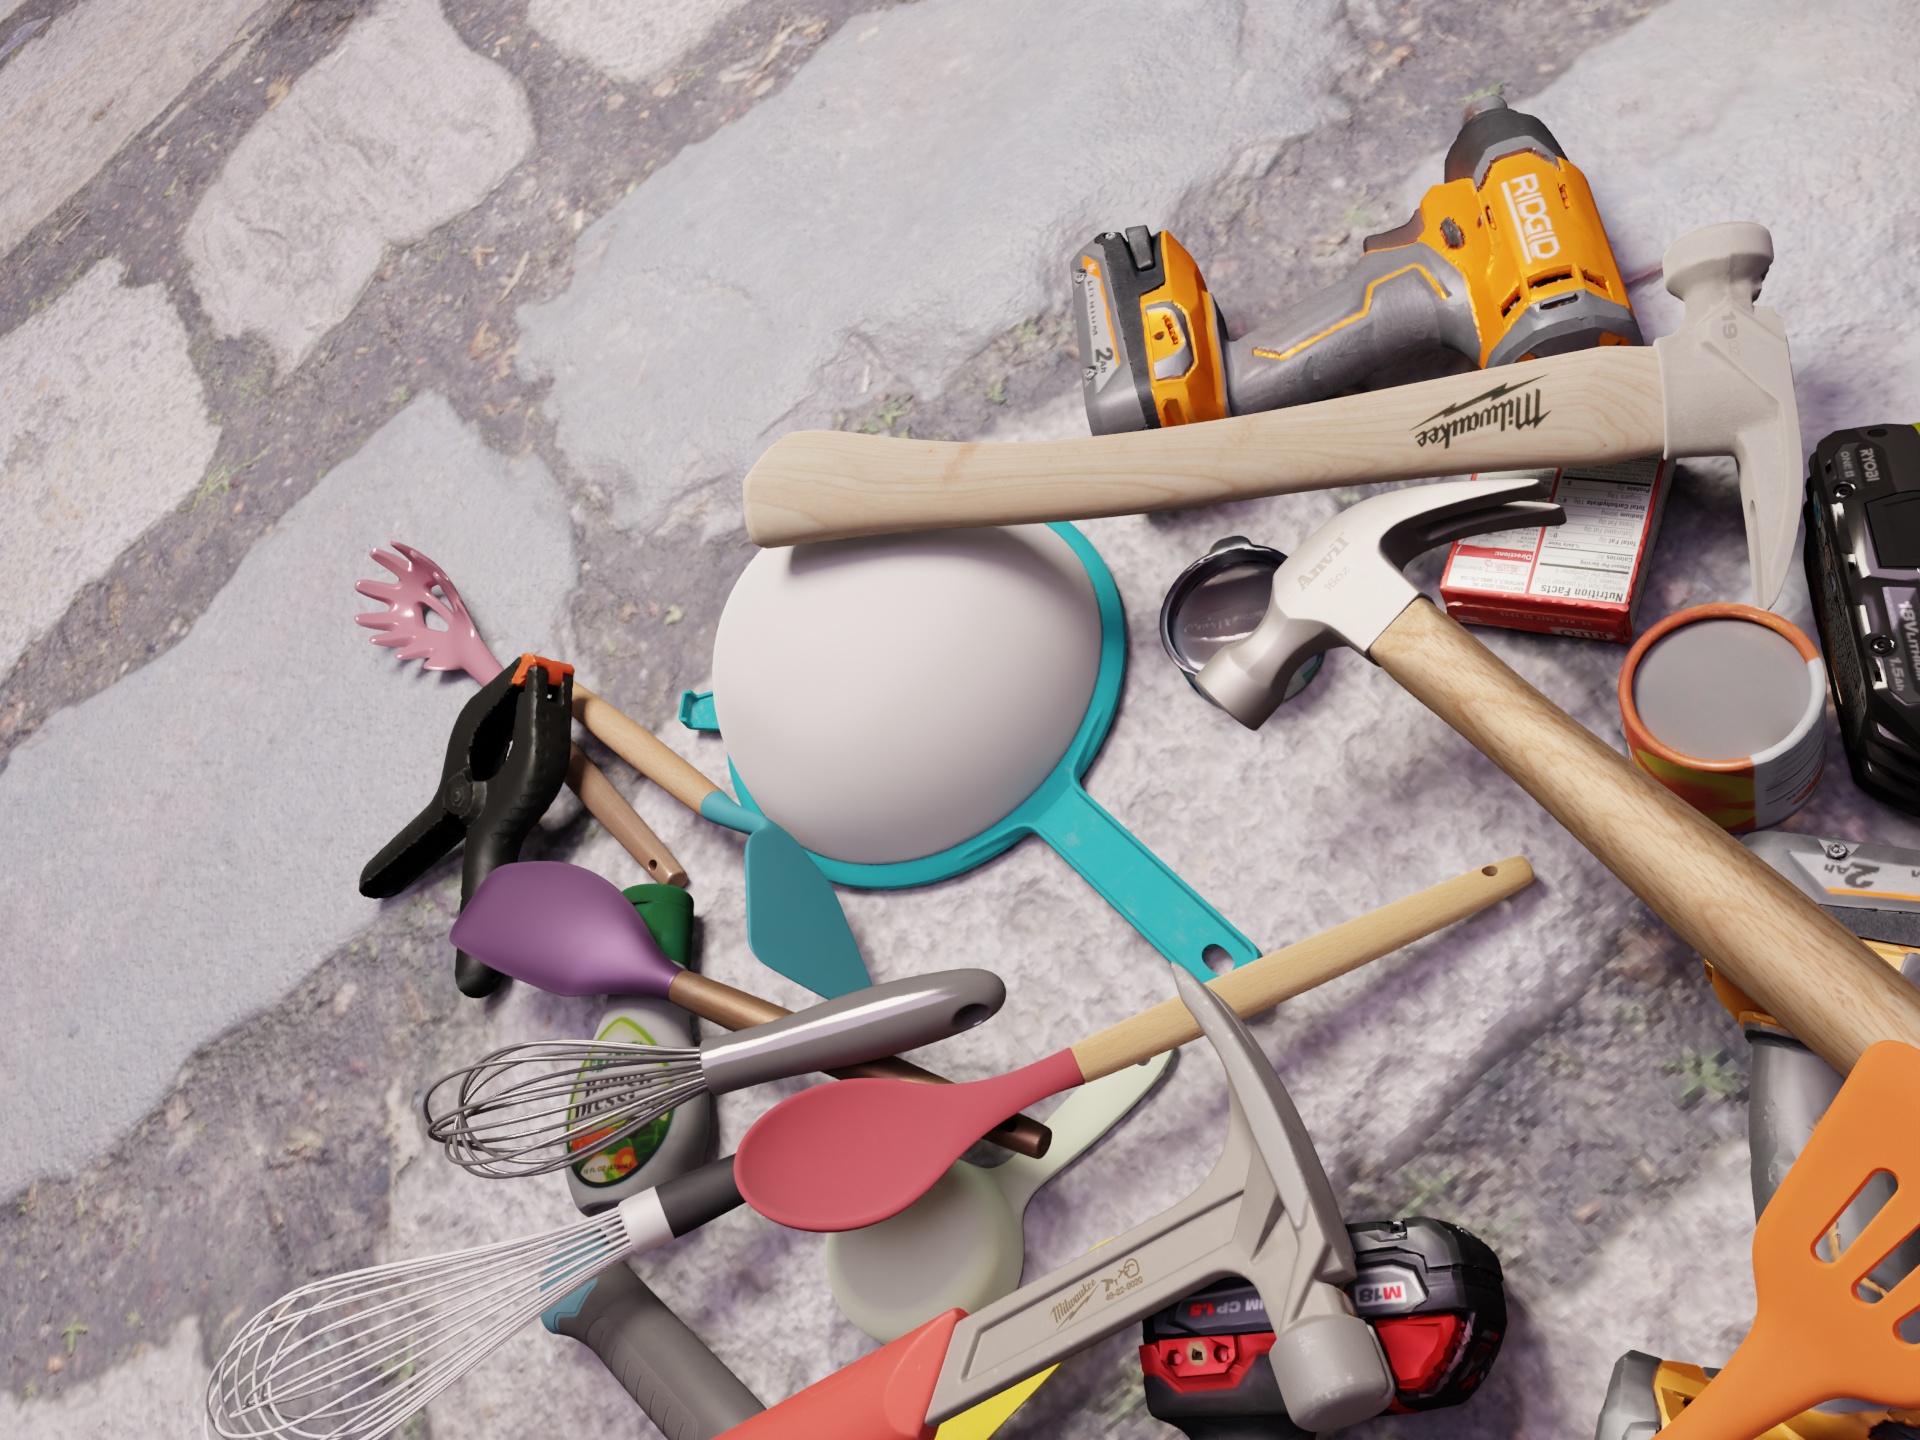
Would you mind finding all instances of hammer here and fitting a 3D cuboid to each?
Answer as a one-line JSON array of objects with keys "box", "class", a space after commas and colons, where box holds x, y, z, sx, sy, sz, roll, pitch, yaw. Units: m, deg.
[{"box": [0.215, 0.035, 0.490, 0.130, 0.031, 0.332, -49, 50, 11], "class": "hammer"}, {"box": [0.107, -0.096, 0.637, 0.410, 0.038, 0.146, -4, 79, 16], "class": "hammer"}, {"box": [-0.064, 0.281, 0.573, 0.331, 0.033, 0.128, 22, 75, 46], "class": "hammer"}, {"box": [-0.038, 0.228, 0.538, 0.359, 0.036, 0.149, -34, 45, 16], "class": "hammer"}]

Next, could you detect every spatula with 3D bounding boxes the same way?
[{"box": [-0.137, 0.039, 0.755, 0.318, 0.082, 0.044, 30, 86, 47], "class": "spatula"}, {"box": [0.161, 0.221, 0.426, 0.322, 0.041, 0.081, -44, 55, 6], "class": "spatula"}, {"box": [-0.099, 0.120, 0.678, 0.316, 0.018, 0.060, 17, 64, 30], "class": "spatula"}]

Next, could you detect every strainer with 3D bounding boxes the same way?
[{"box": [-0.001, -0.002, 0.690, 0.211, 0.095, 0.341, -46, 52, -1], "class": "strainer"}]

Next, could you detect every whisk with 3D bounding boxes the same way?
[{"box": [-0.098, 0.133, 0.626, 0.239, 0.055, 0.055, -15, 57, 4], "class": "whisk"}, {"box": [-0.155, 0.212, 0.631, 0.284, 0.070, 0.070, -22, 52, -15], "class": "whisk"}]

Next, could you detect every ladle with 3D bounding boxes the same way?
[{"box": [0.067, 0.116, 0.592, 0.315, 0.031, 0.069, -23, 37, -1], "class": "ladle"}]

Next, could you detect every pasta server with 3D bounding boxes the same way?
[{"box": [-0.240, -0.005, 0.854, 0.316, 0.040, 0.060, 40, 106, 36], "class": "pasta server"}]

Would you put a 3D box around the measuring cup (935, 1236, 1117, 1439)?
[{"box": [0.015, 0.256, 0.587, 0.156, 0.029, 0.062, -47, 50, -8], "class": "measuring cup"}]

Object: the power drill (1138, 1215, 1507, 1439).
[{"box": [0.129, 0.273, 0.487, 0.143, 0.078, 0.220, -14, 62, 22], "class": "power drill"}]

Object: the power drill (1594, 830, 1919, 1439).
[{"box": [0.295, 0.158, 0.459, 0.185, 0.084, 0.226, 8, 73, 31], "class": "power drill"}]

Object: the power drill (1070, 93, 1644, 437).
[{"box": [0.169, -0.194, 0.716, 0.226, 0.084, 0.164, -13, 59, 17], "class": "power drill"}]

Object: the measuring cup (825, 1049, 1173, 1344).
[{"box": [0.016, 0.175, 0.619, 0.167, 0.038, 0.083, -43, 53, 2], "class": "measuring cup"}]

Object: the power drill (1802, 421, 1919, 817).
[{"box": [0.407, -0.042, 0.510, 0.223, 0.080, 0.171, -8, 61, 21], "class": "power drill"}]
